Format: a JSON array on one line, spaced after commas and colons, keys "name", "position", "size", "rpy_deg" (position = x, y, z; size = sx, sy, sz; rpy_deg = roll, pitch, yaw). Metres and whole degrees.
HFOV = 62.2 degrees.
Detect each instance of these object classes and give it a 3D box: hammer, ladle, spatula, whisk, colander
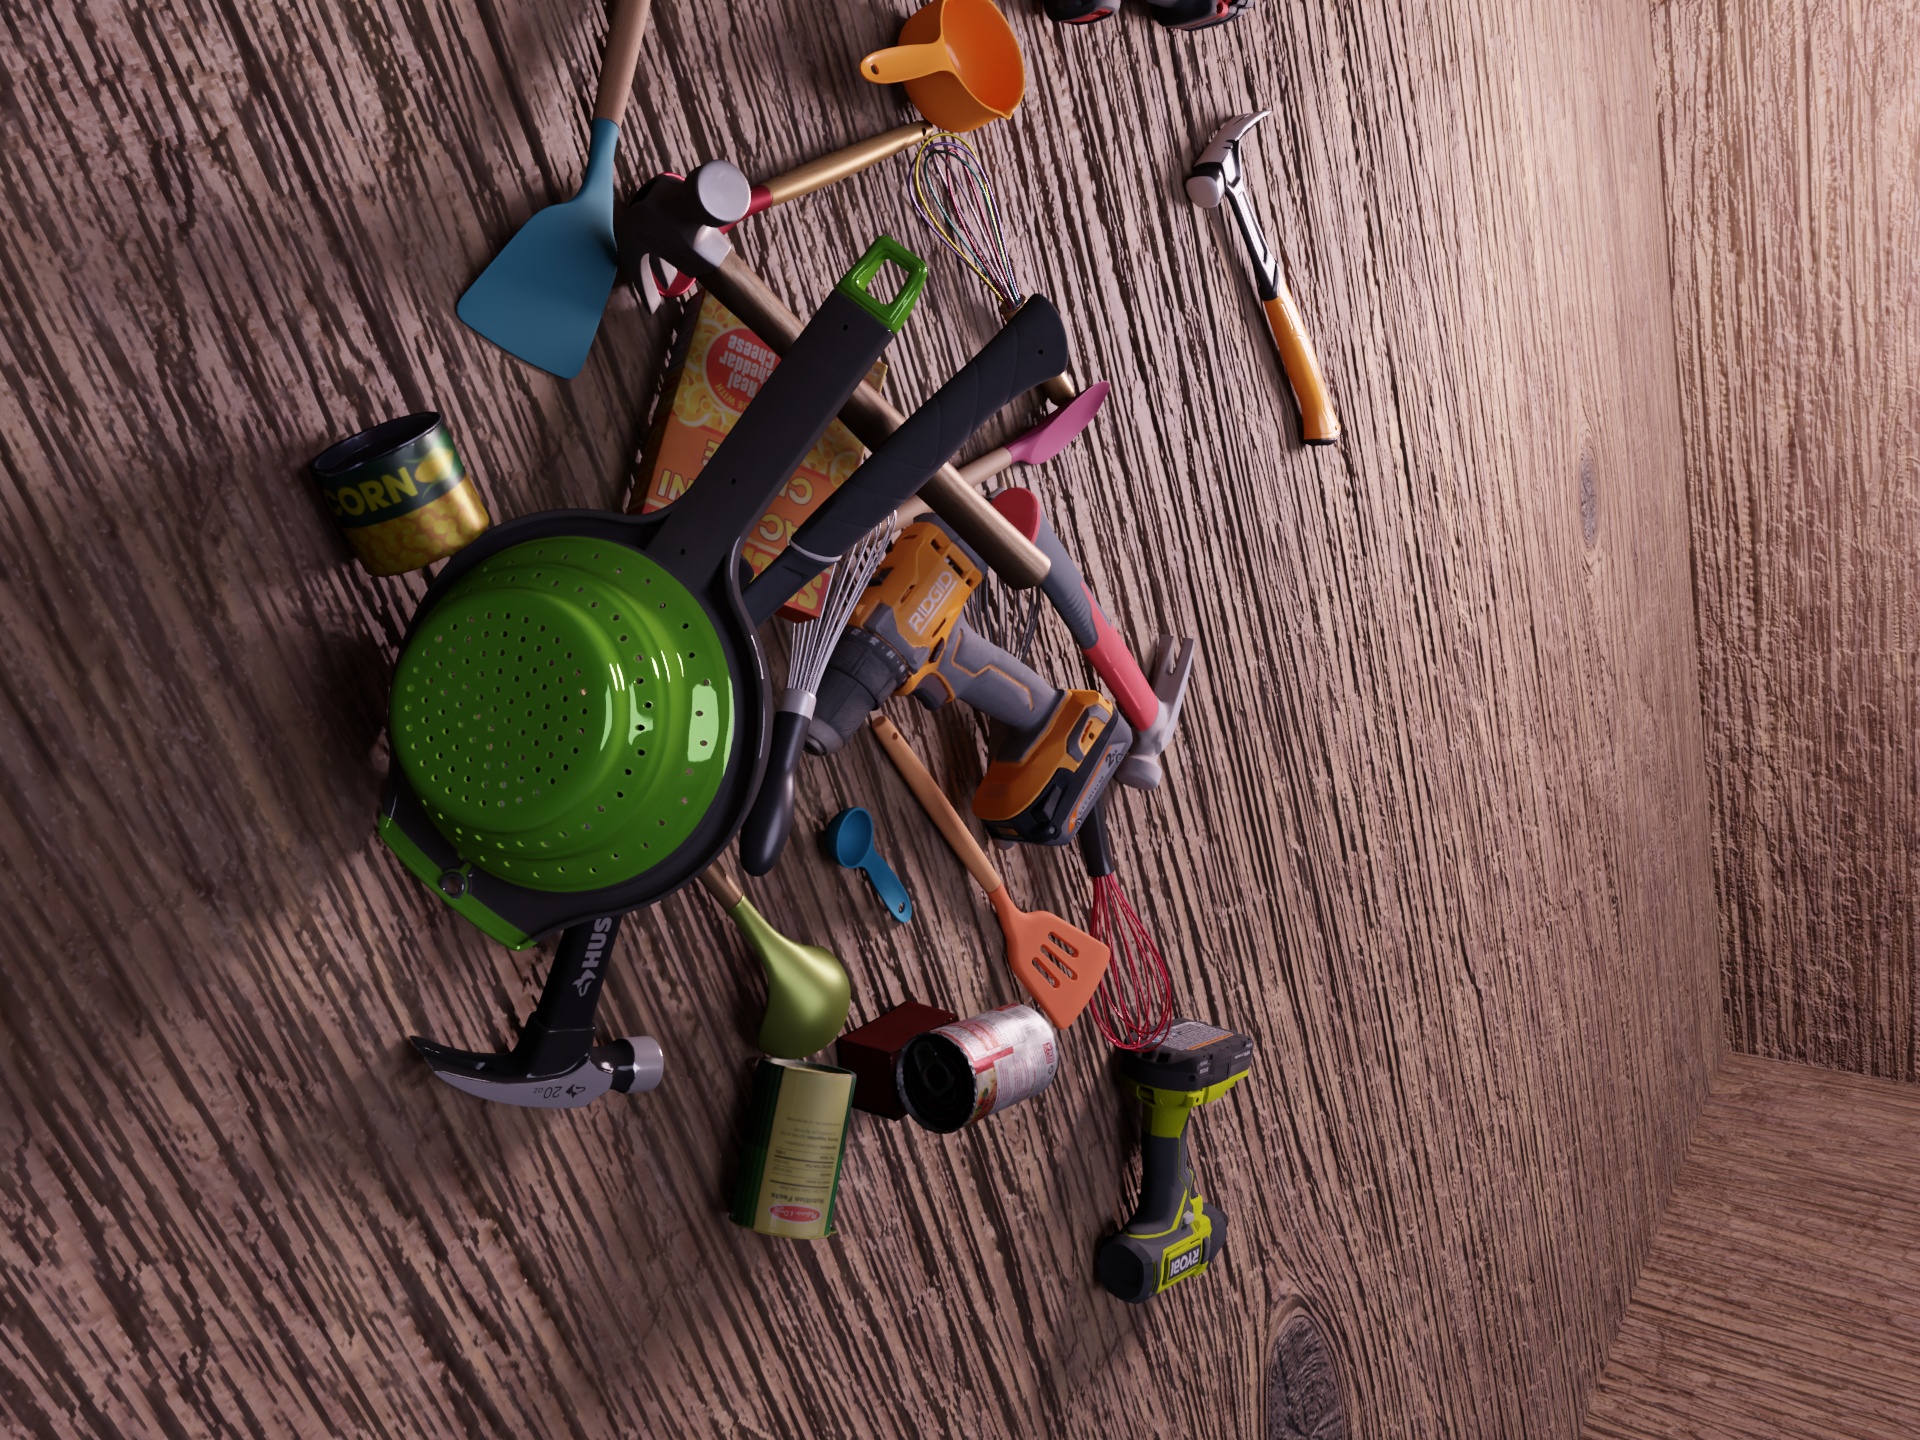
[{"name": "hammer", "position": [-0.098, -0.084, 0.869], "size": [0.409, 0.036, 0.149], "rpy_deg": [-43, 125, 0]}, {"name": "ladle", "position": [-0.107, -0.337, 0.997], "size": [0.315, 0.031, 0.069], "rpy_deg": [-42, 136, -44]}, {"name": "spatula", "position": [-0.200, -0.351, 0.882], "size": [0.082, 0.044, 0.318], "rpy_deg": [25, 70, -49]}, {"name": "whisk", "position": [0.033, -0.325, 1.165], "size": [0.244, 0.051, 0.047], "rpy_deg": [53, 48, -44]}, {"name": "hammer", "position": [-0.062, -0.181, 0.910], "size": [0.331, 0.130, 0.031], "rpy_deg": [41, 68, -33]}, {"name": "ladle", "position": [-0.161, 0.091, 0.970], "size": [0.078, 0.062, 0.319], "rpy_deg": [-53, 125, -33]}, {"name": "hammer", "position": [0.108, -0.081, 1.227], "size": [0.385, 0.038, 0.143], "rpy_deg": [49, 55, -58]}, {"name": "whisk", "position": [-0.095, -0.039, 1.000], "size": [0.070, 0.070, 0.285], "rpy_deg": [31, 65, -49]}, {"name": "colander", "position": [-0.151, -0.069, 0.747], "size": [0.397, 0.204, 0.094], "rpy_deg": [-53, 171, 5]}, {"name": "whisk", "position": [0.120, 0.143, 1.312], "size": [0.073, 0.073, 0.295], "rpy_deg": [-29, 111, -47]}, {"name": "hammer", "position": [0.302, -0.402, 1.507], "size": [0.127, 0.034, 0.336], "rpy_deg": [-57, 134, -30]}, {"name": "whisk", "position": [0.033, -0.017, 1.198], "size": [0.055, 0.055, 0.239], "rpy_deg": [-17, 111, -50]}, {"name": "spatula", "position": [0.020, 0.110, 1.193], "size": [0.081, 0.041, 0.322], "rpy_deg": [-54, 131, -26]}, {"name": "hammer", "position": [-0.183, 0.056, 0.843], "size": [0.146, 0.035, 0.334], "rpy_deg": [7, 108, -44]}]

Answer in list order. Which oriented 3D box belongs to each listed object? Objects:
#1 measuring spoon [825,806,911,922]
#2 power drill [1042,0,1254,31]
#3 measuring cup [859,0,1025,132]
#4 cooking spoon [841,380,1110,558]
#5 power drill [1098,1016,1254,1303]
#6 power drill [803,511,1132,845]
[{"name": "measuring spoon", "position": [-0.065, 0.104, 1.109], "size": [0.042, 0.021, 0.128], "rpy_deg": [-62, 146, -28]}, {"name": "power drill", "position": [0.136, -0.638, 1.241], "size": [0.226, 0.080, 0.188], "rpy_deg": [-19, 108, -47]}, {"name": "measuring cup", "position": [-0.027, -0.432, 1.060], "size": [0.173, 0.052, 0.095], "rpy_deg": [-34, 107, -45]}, {"name": "cooking spoon", "position": [0.016, -0.185, 1.166], "size": [0.319, 0.017, 0.068], "rpy_deg": [-37, 163, -41]}, {"name": "power drill", "position": [0.198, 0.389, 1.424], "size": [0.171, 0.080, 0.223], "rpy_deg": [-2, 99, -51]}, {"name": "power drill", "position": [-0.002, -0.003, 1.094], "size": [0.226, 0.084, 0.185], "rpy_deg": [46, 65, -27]}]
